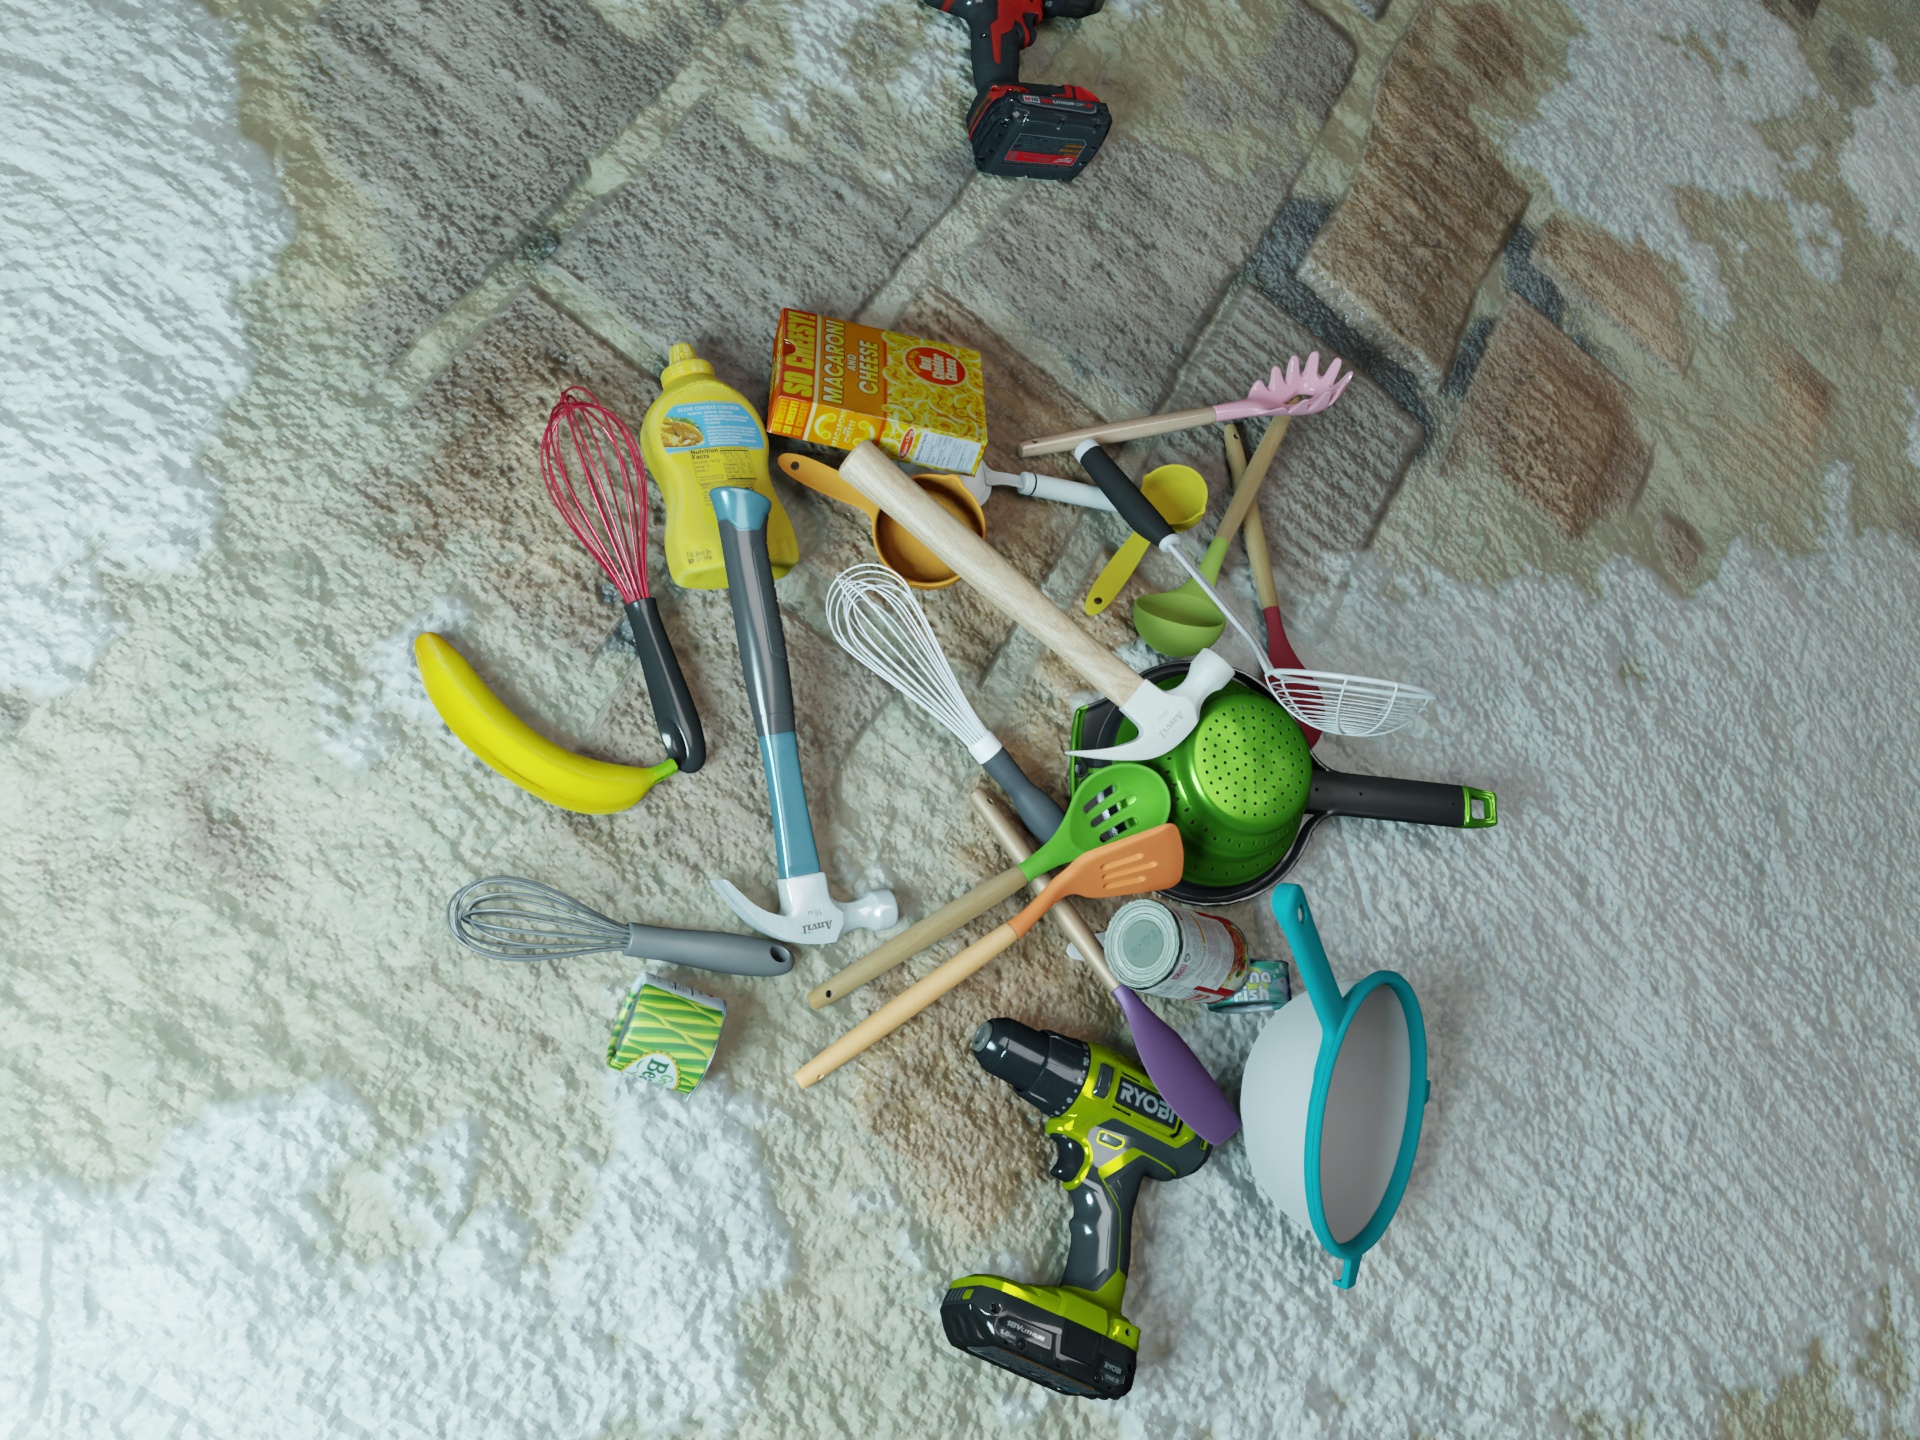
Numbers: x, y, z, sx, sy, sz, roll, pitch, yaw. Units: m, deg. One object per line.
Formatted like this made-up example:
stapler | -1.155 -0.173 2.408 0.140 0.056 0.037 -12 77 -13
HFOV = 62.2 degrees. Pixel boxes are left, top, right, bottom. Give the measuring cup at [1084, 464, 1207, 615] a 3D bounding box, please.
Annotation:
measuring cup | 0.153 -0.148 1.350 0.062 0.029 0.156 33 81 17

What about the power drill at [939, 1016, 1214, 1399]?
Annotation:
power drill | 0.070 0.334 1.114 0.190 0.080 0.229 29 59 -15

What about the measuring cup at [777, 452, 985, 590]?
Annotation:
measuring cup | -0.063 -0.164 1.248 0.173 0.052 0.095 26 87 2

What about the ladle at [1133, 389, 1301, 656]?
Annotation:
ladle | 0.236 -0.182 1.381 0.078 0.062 0.320 19 62 19

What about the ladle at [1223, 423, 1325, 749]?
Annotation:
ladle | 0.270 -0.122 1.406 0.069 0.031 0.316 0 70 -24

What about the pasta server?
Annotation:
pasta server | 0.198 -0.270 1.390 0.316 0.040 0.060 -13 48 -17

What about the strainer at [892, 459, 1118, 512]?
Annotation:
strainer | 0.049 -0.201 1.325 0.258 0.050 0.087 7 55 -26

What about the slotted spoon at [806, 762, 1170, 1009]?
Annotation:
slotted spoon | 0.023 0.124 1.167 0.314 0.031 0.070 -30 95 -19

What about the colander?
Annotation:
colander | 0.287 0.049 1.287 0.397 0.094 0.205 6 75 -18

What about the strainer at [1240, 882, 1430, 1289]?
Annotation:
strainer | 0.246 0.238 1.160 0.211 0.095 0.340 -53 132 -35

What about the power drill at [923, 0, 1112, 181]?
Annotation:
power drill | 0.070 -0.616 1.469 0.187 0.080 0.227 -5 71 -27

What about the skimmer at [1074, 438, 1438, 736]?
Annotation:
skimmer | 0.225 -0.120 1.268 0.364 0.090 0.127 53 21 24

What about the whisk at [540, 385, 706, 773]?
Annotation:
whisk | -0.237 -0.102 1.144 0.073 0.073 0.296 -16 84 -29

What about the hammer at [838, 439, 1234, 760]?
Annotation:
hammer | 0.041 -0.092 1.204 0.331 0.031 0.130 40 87 1

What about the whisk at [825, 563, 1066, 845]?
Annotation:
whisk | -0.002 -0.004 1.217 0.284 0.070 0.070 50 59 -7

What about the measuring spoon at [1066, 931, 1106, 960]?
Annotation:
measuring spoon | 0.139 0.170 1.239 0.124 0.018 0.034 -5 74 -26

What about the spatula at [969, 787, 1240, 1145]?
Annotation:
spatula | 0.101 0.178 1.183 0.059 0.018 0.316 -17 66 -50

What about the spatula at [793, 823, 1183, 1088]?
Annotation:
spatula | 0.023 0.170 1.135 0.322 0.080 0.041 -33 53 -16

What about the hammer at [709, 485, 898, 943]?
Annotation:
hammer | -0.131 -0.004 1.131 0.128 0.033 0.331 -9 88 -28

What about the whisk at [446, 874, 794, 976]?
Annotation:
whisk | -0.222 0.144 1.067 0.238 0.055 0.055 13 66 -25
